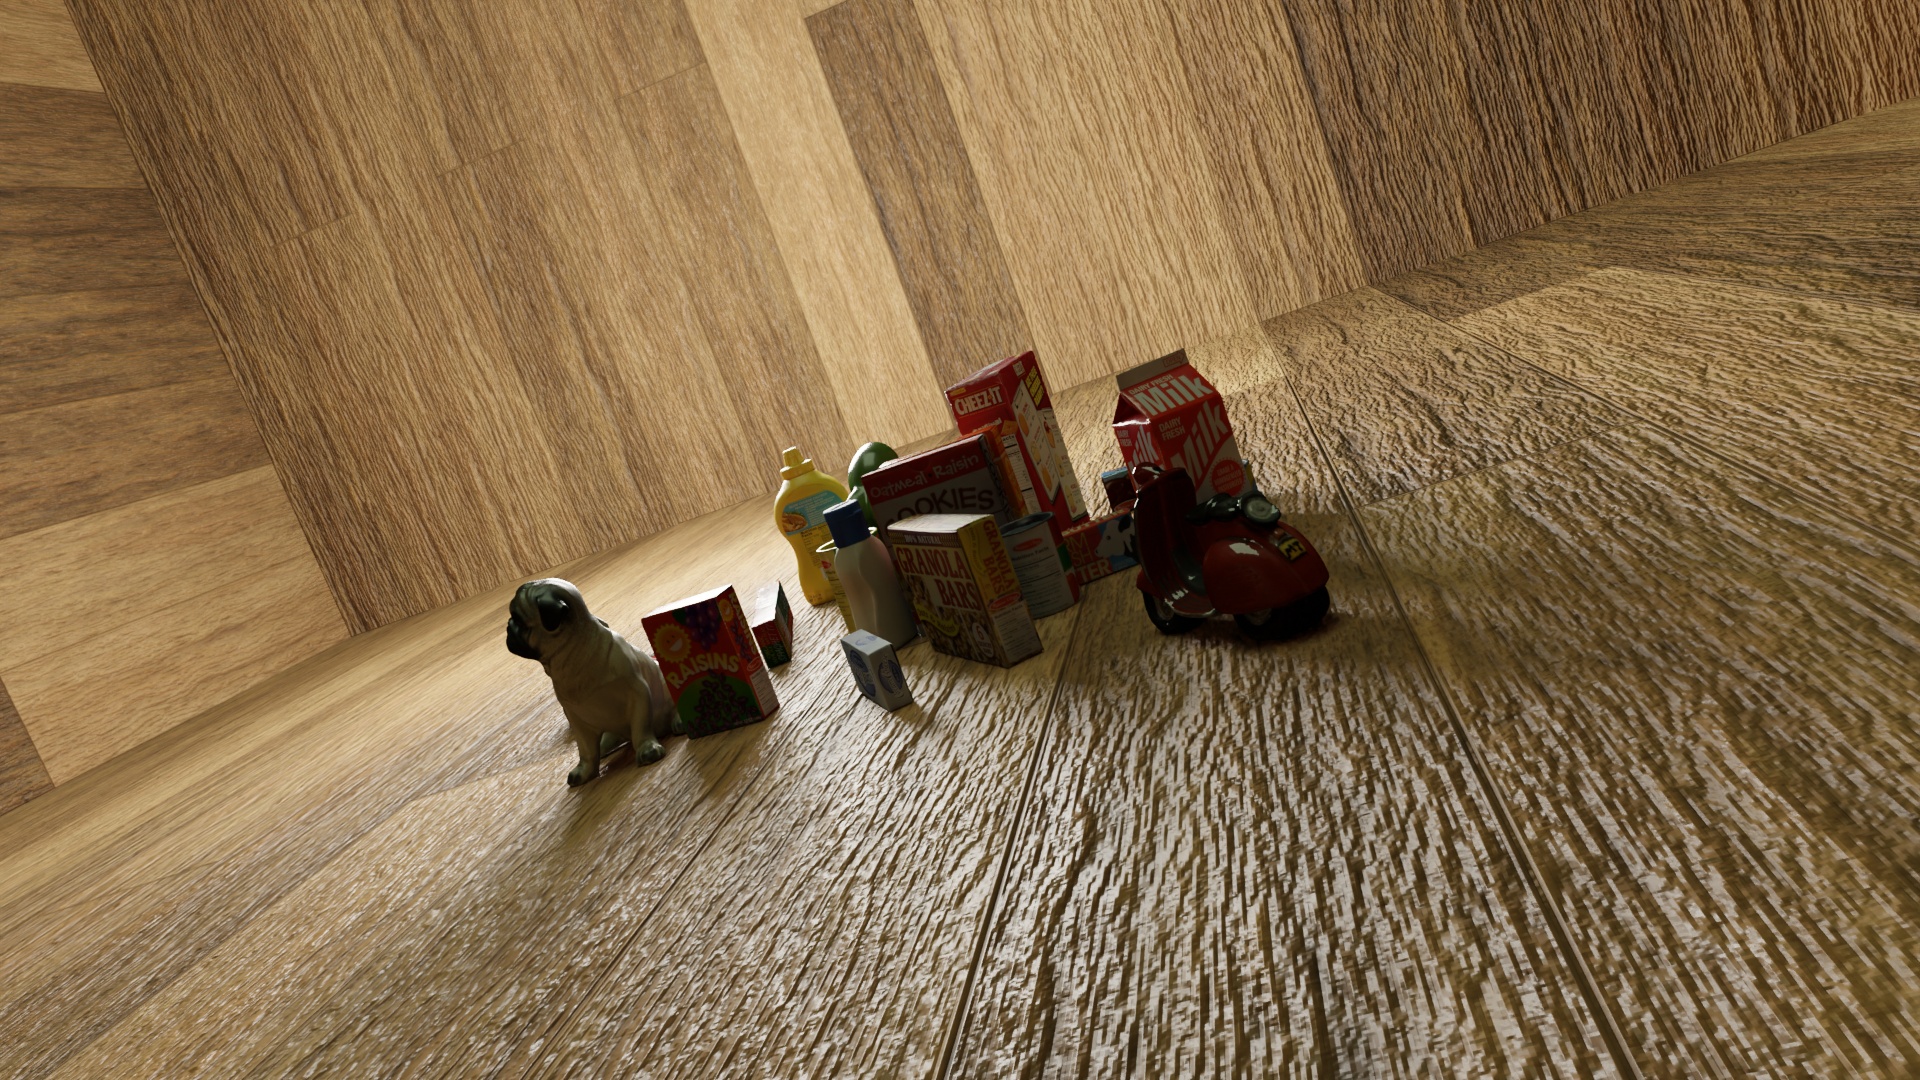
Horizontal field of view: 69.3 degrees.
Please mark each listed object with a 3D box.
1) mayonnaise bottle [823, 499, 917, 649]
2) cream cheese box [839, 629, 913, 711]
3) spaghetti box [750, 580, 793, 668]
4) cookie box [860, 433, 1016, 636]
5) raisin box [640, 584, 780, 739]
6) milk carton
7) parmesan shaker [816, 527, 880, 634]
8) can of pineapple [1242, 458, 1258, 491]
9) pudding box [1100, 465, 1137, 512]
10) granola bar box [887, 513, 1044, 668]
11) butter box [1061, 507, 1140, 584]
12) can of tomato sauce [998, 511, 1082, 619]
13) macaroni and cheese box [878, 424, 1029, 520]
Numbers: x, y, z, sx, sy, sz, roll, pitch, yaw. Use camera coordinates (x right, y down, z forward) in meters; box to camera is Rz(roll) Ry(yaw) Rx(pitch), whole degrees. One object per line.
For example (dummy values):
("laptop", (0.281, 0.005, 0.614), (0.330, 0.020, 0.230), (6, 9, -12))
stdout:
("mayonnaise bottle", (-0.090, 0.035, 1.345), (0.041, 0.148, 0.065), (-14, 11, 35))
("cream cheese box", (-0.072, 0.109, 1.177), (0.024, 0.053, 0.104), (-23, 10, -16))
("spaghetti box", (-0.211, 0.091, 1.573), (0.029, 0.050, 0.250), (-21, 10, -3))
("cookie box", (-0.008, -0.005, 1.338), (0.123, 0.167, 0.040), (-18, 9, 13))
("raisin box", (-0.229, 0.112, 1.276), (0.086, 0.123, 0.040), (-17, 10, 22))
("milk carton", (0.190, -0.062, 1.177), (0.072, 0.190, 0.073), (-23, 9, -18))
("parmesan shaker", (-0.100, 0.046, 1.439), (0.071, 0.103, 0.071), (-20, 9, 3))
("can of pineapple", (0.253, -0.041, 1.328), (0.071, 0.057, 0.071), (-20, 9, 3))
("pudding box", (0.206, -0.065, 1.588), (0.084, 0.049, 0.030), (-19, 9, 6))
("granola bar box", (0.000, 0.040, 1.202), (0.039, 0.124, 0.165), (-24, 10, -21))
("butter box", (0.121, 0.011, 1.326), (0.103, 0.053, 0.024), (-20, 9, 0))
("can of tomato sauce", (0.069, 0.023, 1.278), (0.071, 0.083, 0.071), (-20, 9, 3))
("macaroni and cheese box", (0.005, -0.017, 1.384), (0.123, 0.166, 0.040), (-18, 9, 13))
